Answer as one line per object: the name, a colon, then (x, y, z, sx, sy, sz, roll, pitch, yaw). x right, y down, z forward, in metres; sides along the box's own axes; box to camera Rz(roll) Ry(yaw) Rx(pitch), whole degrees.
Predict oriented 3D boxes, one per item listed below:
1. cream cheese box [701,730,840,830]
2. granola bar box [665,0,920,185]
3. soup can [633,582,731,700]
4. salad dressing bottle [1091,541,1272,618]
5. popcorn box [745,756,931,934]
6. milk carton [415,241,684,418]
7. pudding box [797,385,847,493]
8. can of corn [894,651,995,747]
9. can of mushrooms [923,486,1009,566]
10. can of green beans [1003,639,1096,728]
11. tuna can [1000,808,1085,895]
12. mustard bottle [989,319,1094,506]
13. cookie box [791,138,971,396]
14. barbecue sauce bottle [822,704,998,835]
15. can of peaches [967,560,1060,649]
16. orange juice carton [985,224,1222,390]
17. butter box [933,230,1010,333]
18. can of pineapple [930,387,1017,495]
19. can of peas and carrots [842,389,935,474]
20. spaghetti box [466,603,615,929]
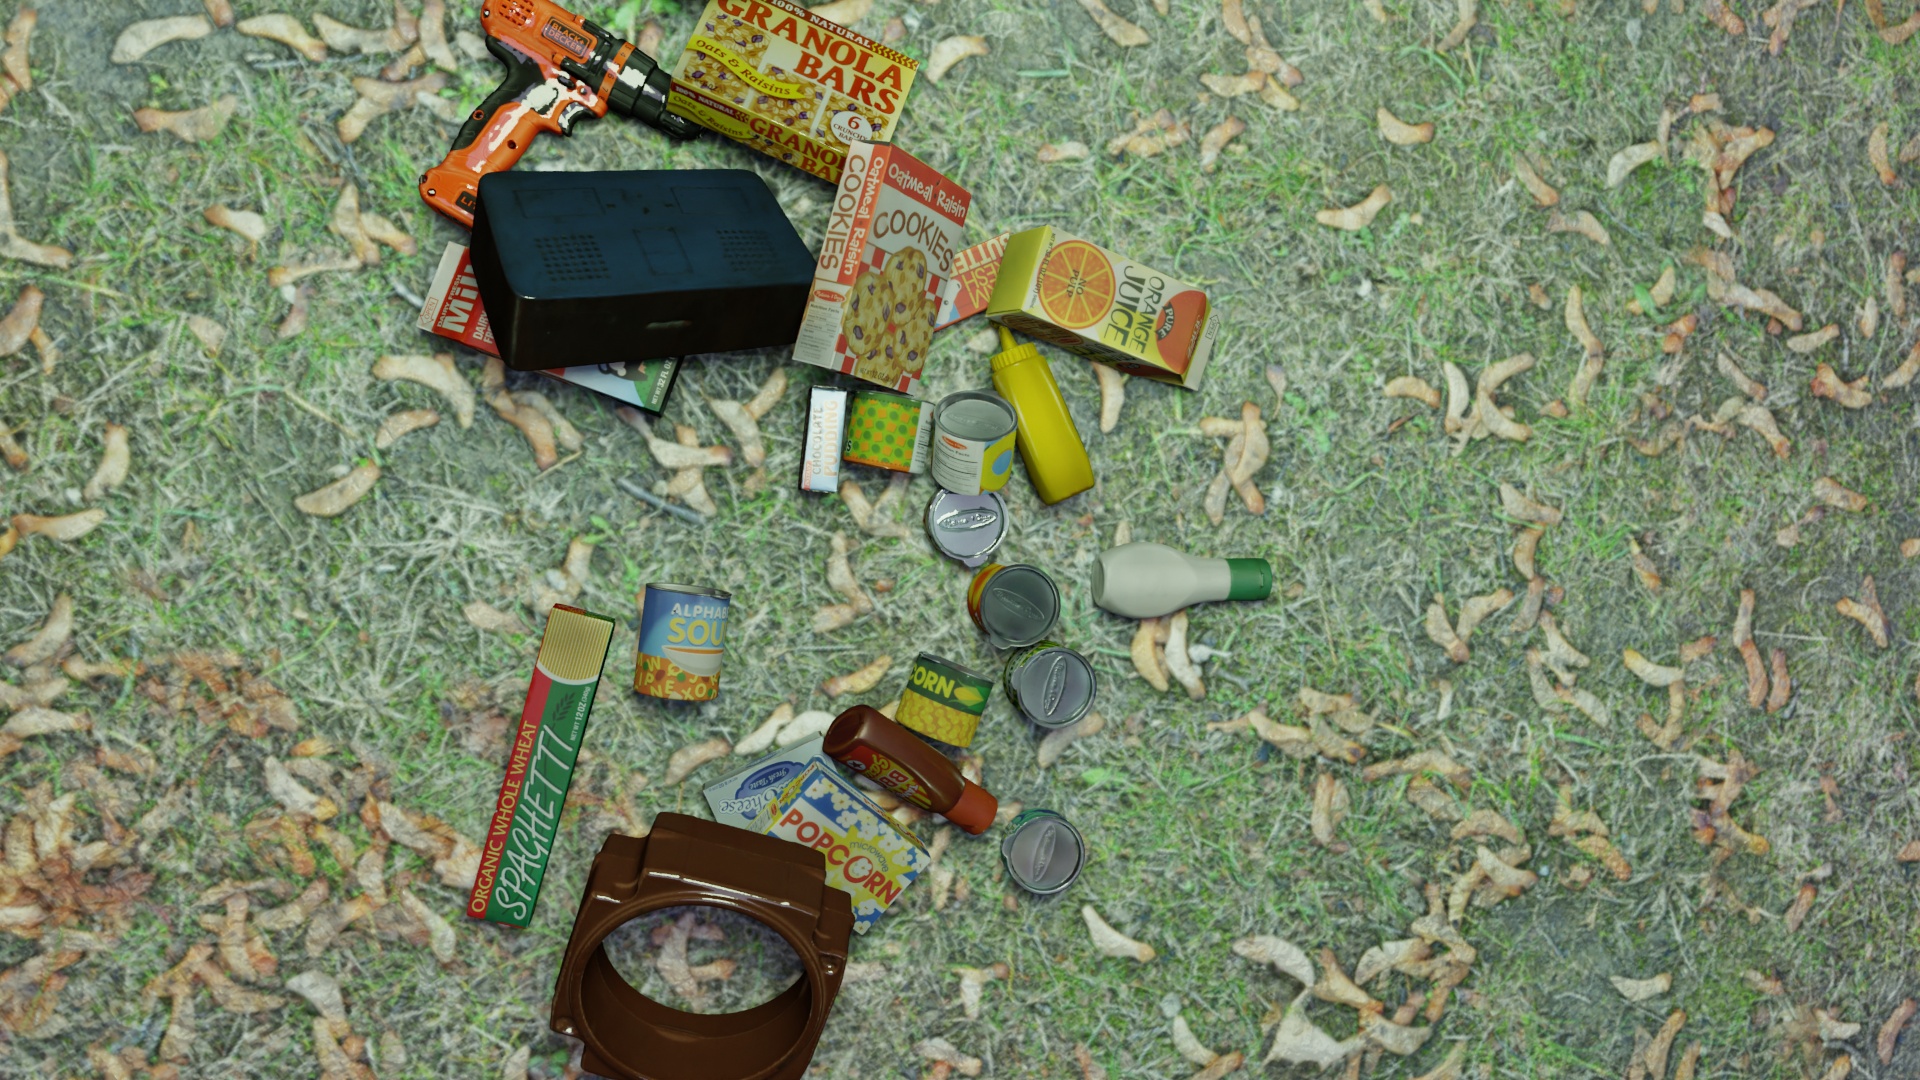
cream cheese box: (-0.149, 0.199, 1.115, 0.104, 0.024, 0.053, -24, 97, -9)
granola bar box: (-0.128, -0.352, 1.074, 0.165, 0.039, 0.125, 22, 60, -10)
soup can: (-0.214, 0.078, 1.077, 0.071, 0.071, 0.083, 7, 91, -10)
salad dressing bottle: (0.186, 0.033, 1.164, 0.148, 0.044, 0.064, 0, 90, -12)
popcorn box: (-0.097, 0.242, 1.101, 0.126, 0.038, 0.085, 42, 90, -22)
milk carton: (-0.307, -0.160, 1.053, 0.190, 0.073, 0.072, 21, 87, -10)
pudding box: (-0.109, -0.080, 1.103, 0.030, 0.049, 0.083, 6, 91, -9)
can of corn: (-0.015, 0.127, 1.115, 0.071, 0.071, 0.058, 22, 88, -10)
can of mushrooms: (0.004, -0.014, 1.134, 0.071, 0.033, 0.071, 0, 91, -11)
can of green beans: (0.072, 0.116, 1.137, 0.071, 0.058, 0.071, 0, 92, -10)
tuna can: (0.065, 0.257, 1.151, 0.071, 0.033, 0.071, 0, 91, -11)
mustard bottle: (0.060, -0.109, 1.128, 0.049, 0.065, 0.160, -22, 90, -6)
cookie box: (-0.056, -0.202, 1.050, 0.040, 0.123, 0.167, 18, 94, 29)
barbecue sauce bottle: (-0.036, 0.186, 1.114, 0.148, 0.064, 0.044, 36, 55, -22)
can of peaches: (0.041, 0.052, 1.130, 0.071, 0.058, 0.071, 0, 92, -11)
orange juice carton: (0.125, -0.184, 1.121, 0.193, 0.073, 0.072, 18, 88, -24)
butter box: (0.003, -0.209, 1.134, 0.104, 0.024, 0.053, -24, 95, -9)
can of pineapple: (0.011, -0.078, 1.105, 0.071, 0.071, 0.057, -4, 133, -10)
can of peas and carrots: (-0.060, -0.086, 1.105, 0.071, 0.071, 0.058, 10, 90, -10)
spaghetti box: (-0.326, 0.176, 1.080, 0.050, 0.028, 0.250, 16, 88, -10)
